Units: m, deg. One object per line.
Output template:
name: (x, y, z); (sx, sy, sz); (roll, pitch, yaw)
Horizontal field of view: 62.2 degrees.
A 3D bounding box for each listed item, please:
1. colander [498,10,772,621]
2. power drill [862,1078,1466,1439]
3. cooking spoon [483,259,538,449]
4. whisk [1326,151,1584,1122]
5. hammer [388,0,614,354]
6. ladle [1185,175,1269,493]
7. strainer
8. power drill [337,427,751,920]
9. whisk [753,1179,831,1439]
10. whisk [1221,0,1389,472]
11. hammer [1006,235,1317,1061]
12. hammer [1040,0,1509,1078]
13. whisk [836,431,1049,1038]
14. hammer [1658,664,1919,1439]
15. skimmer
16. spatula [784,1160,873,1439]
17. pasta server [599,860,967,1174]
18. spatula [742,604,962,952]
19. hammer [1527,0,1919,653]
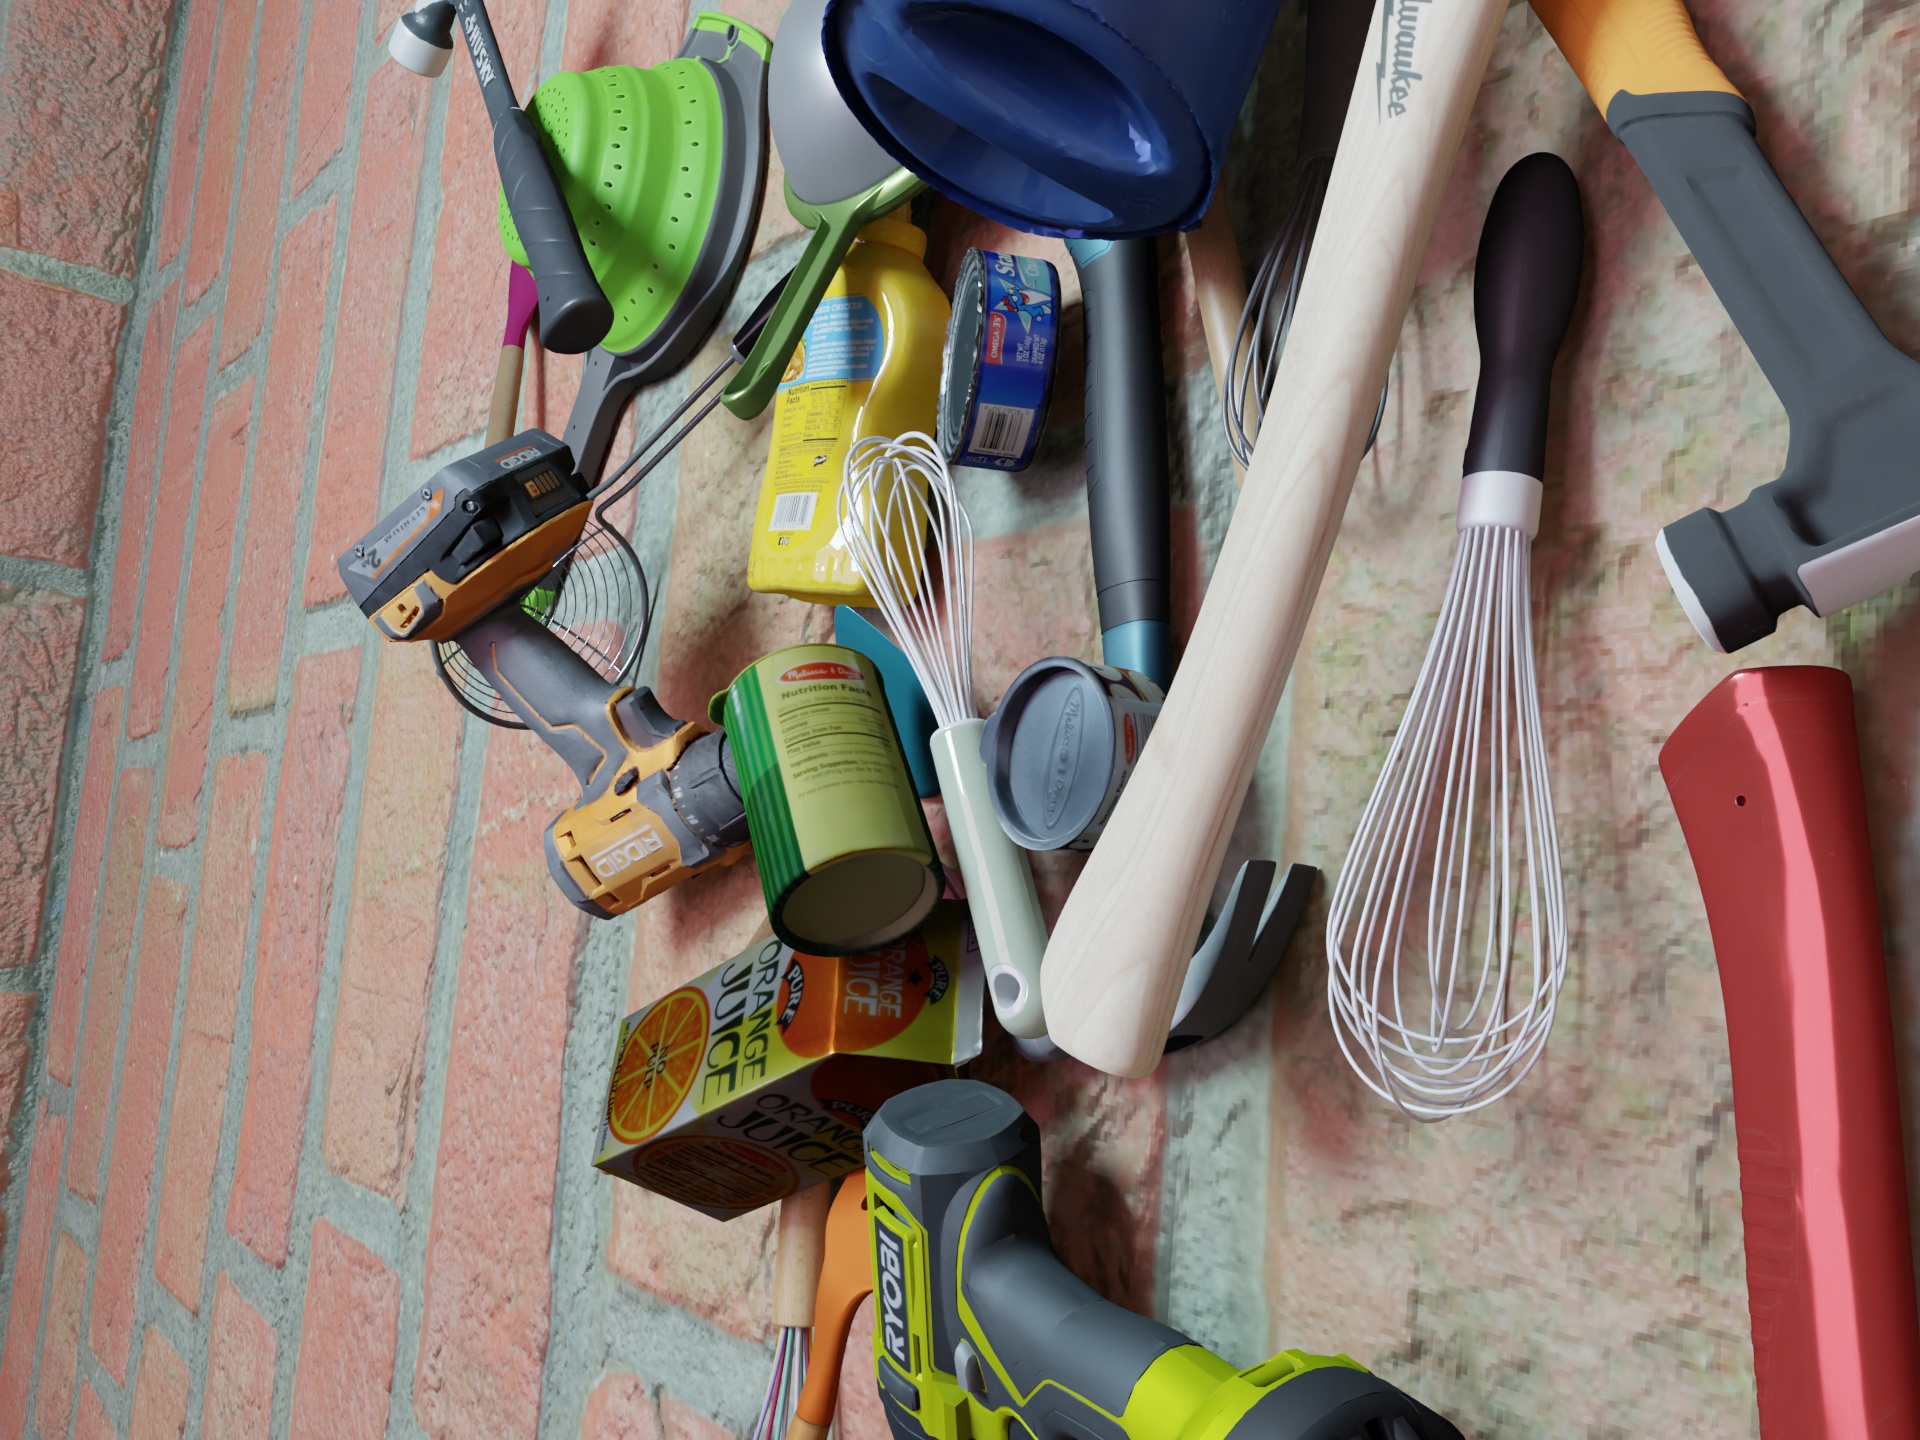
colander: (-0.237, -0.237, 0.951); (0.205, 0.094, 0.397); (44, 117, 46)
power drill: (0.046, 0.232, 0.501); (0.223, 0.080, 0.171); (17, 114, 55)
cooking spoon: (-0.303, -0.227, 1.065); (0.069, 0.017, 0.319); (-31, 51, 47)
whisk: (0.149, -0.030, 0.452); (0.070, 0.070, 0.285); (-1, 77, 52)
hammer: (-0.249, -0.338, 0.883); (0.149, 0.036, 0.409); (-50, 47, 30)
ladle: (0.080, -0.217, 0.580); (0.078, 0.062, 0.320); (-15, 72, 23)
strainer: (-0.059, -0.248, 0.677); (0.151, 0.069, 0.256); (1, 60, 45)
power drill: (-0.171, -0.025, 0.763); (0.185, 0.084, 0.226); (-28, 101, 34)
whisk: (-0.068, 0.282, 0.681); (0.047, 0.051, 0.245); (-6, 73, 30)
whisk: (0.124, -0.184, 0.529); (0.055, 0.055, 0.239); (-4, 75, 51)
hammer: (0.062, -0.046, 0.583); (0.128, 0.033, 0.331); (-18, 69, 50)
hammer: (0.108, -0.091, 0.443); (0.146, 0.038, 0.410); (27, 102, 55)
whisk: (-0.001, -0.002, 0.595); (0.058, 0.059, 0.246); (-32, 63, 39)
hammer: (0.207, 0.164, 0.354); (0.149, 0.036, 0.359); (-12, 74, 50)
skimmer: (-0.142, -0.128, 0.816); (0.363, 0.127, 0.090); (-38, 49, 29)
spatula: (-0.058, 0.296, 0.625); (0.081, 0.041, 0.322); (19, 90, 51)
pasta server: (-0.096, 0.144, 0.729); (0.316, 0.060, 0.040); (-46, 28, 36)
spatula: (-0.083, 0.086, 0.730); (0.082, 0.044, 0.317); (42, 121, 17)
hammer: (0.193, -0.183, 0.431); (0.127, 0.034, 0.337); (-29, 55, 25)
